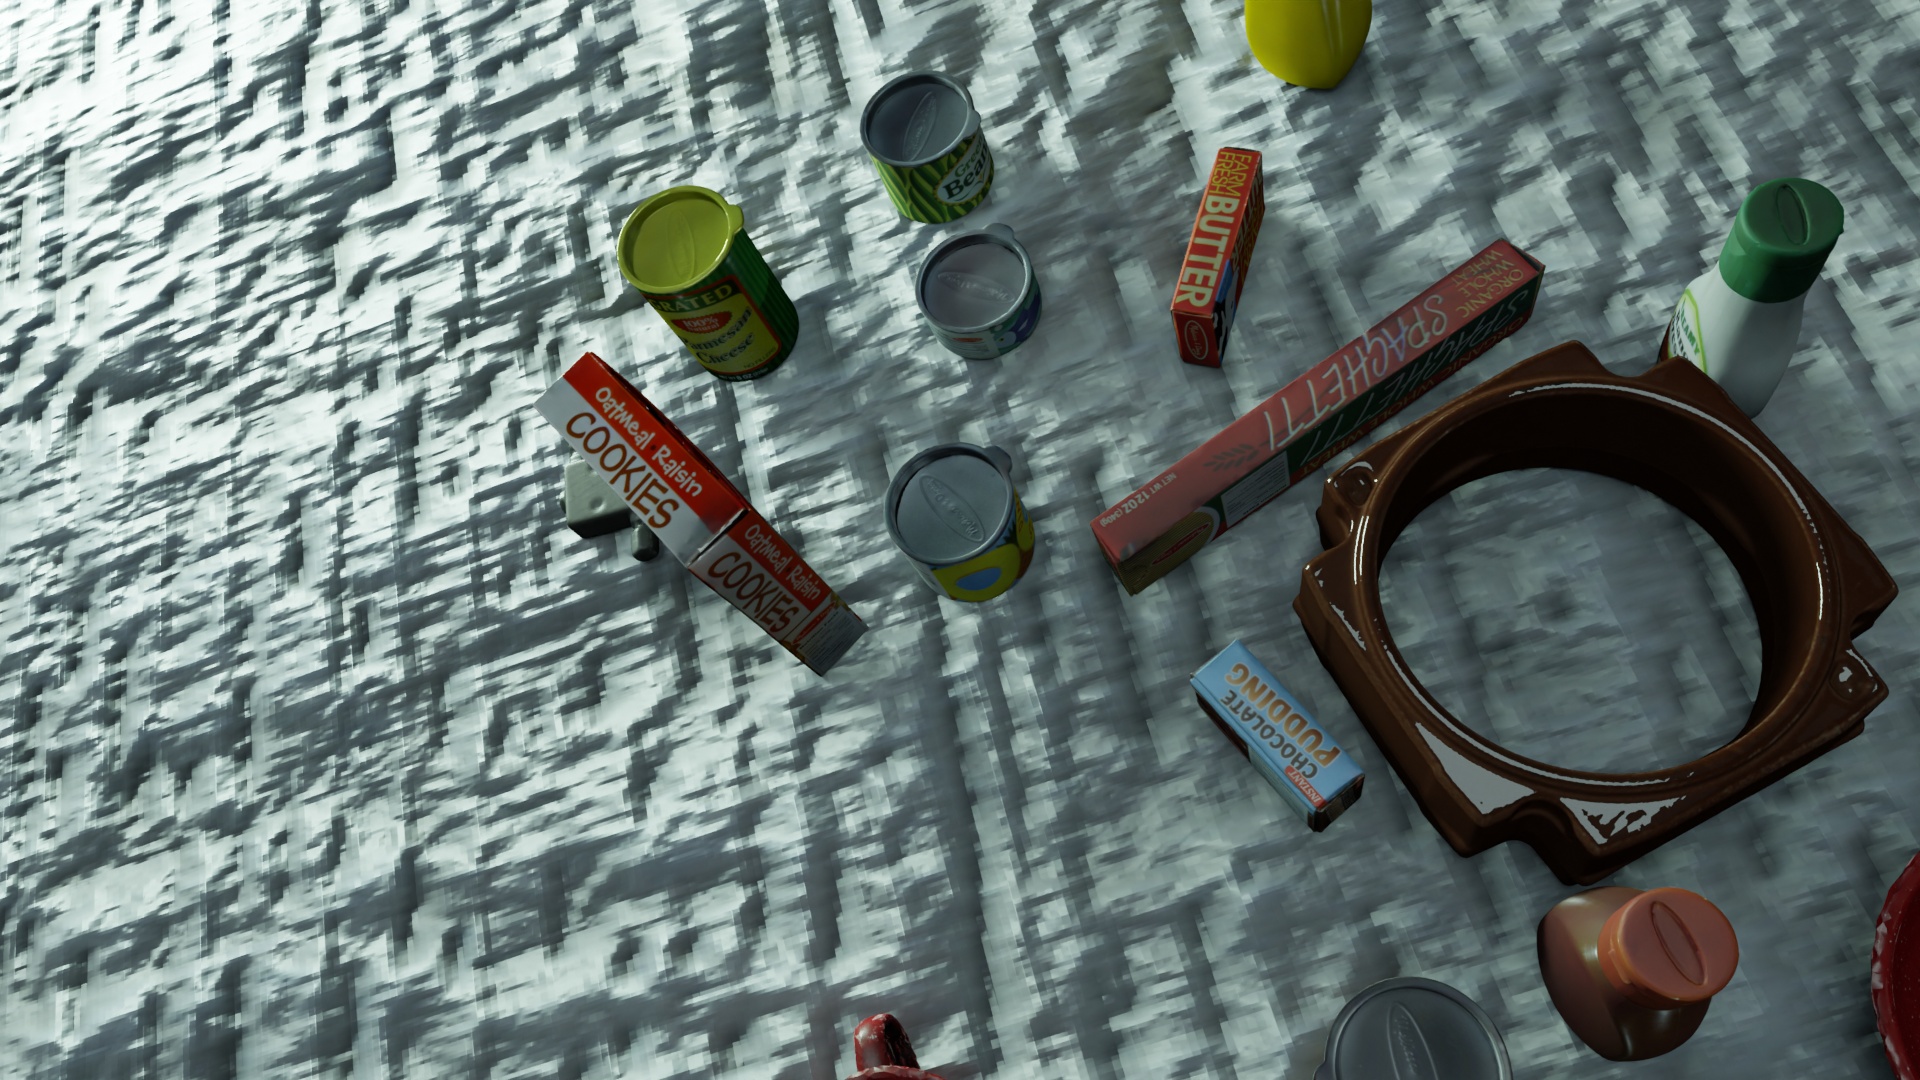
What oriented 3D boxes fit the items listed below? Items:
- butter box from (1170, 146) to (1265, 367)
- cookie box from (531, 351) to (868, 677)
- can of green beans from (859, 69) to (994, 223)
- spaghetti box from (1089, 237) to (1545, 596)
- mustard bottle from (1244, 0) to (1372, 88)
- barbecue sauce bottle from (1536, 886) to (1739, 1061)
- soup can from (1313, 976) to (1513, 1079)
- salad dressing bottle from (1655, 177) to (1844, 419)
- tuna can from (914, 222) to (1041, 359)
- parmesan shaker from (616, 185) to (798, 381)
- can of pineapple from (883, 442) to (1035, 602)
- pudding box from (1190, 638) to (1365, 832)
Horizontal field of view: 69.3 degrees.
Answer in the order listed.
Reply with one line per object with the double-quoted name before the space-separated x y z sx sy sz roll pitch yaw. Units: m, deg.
"butter box" 0.136 -0.149 0.729 0.024 0.053 0.104 12 72 19
"cookie box" -0.120 -0.009 0.674 0.040 0.167 0.123 -46 64 -6
"can of green beans" -0.018 -0.225 0.799 0.071 0.057 0.071 -5 67 13
"spaghetti box" 0.175 -0.060 0.683 0.250 0.050 0.029 -35 64 -1
"mustard bottle" 0.180 -0.305 0.723 0.065 0.159 0.049 27 78 23
"barbecue sauce bottle" 0.250 0.158 0.516 0.043 0.148 0.065 -23 64 5
"soup can" 0.176 0.211 0.550 0.071 0.083 0.071 -5 67 13
"salad dressing bottle" 0.339 -0.100 0.602 0.044 0.147 0.064 -5 67 13
"tuna can" 0.012 -0.138 0.769 0.071 0.032 0.071 -5 67 13
"parmesan shaker" -0.134 -0.140 0.769 0.071 0.102 0.071 -5 67 13
"can of pineapple" 0.003 -0.009 0.703 0.071 0.057 0.071 -5 67 13
"pudding box" 0.143 0.088 0.629 0.030 0.049 0.084 -40 64 -3
